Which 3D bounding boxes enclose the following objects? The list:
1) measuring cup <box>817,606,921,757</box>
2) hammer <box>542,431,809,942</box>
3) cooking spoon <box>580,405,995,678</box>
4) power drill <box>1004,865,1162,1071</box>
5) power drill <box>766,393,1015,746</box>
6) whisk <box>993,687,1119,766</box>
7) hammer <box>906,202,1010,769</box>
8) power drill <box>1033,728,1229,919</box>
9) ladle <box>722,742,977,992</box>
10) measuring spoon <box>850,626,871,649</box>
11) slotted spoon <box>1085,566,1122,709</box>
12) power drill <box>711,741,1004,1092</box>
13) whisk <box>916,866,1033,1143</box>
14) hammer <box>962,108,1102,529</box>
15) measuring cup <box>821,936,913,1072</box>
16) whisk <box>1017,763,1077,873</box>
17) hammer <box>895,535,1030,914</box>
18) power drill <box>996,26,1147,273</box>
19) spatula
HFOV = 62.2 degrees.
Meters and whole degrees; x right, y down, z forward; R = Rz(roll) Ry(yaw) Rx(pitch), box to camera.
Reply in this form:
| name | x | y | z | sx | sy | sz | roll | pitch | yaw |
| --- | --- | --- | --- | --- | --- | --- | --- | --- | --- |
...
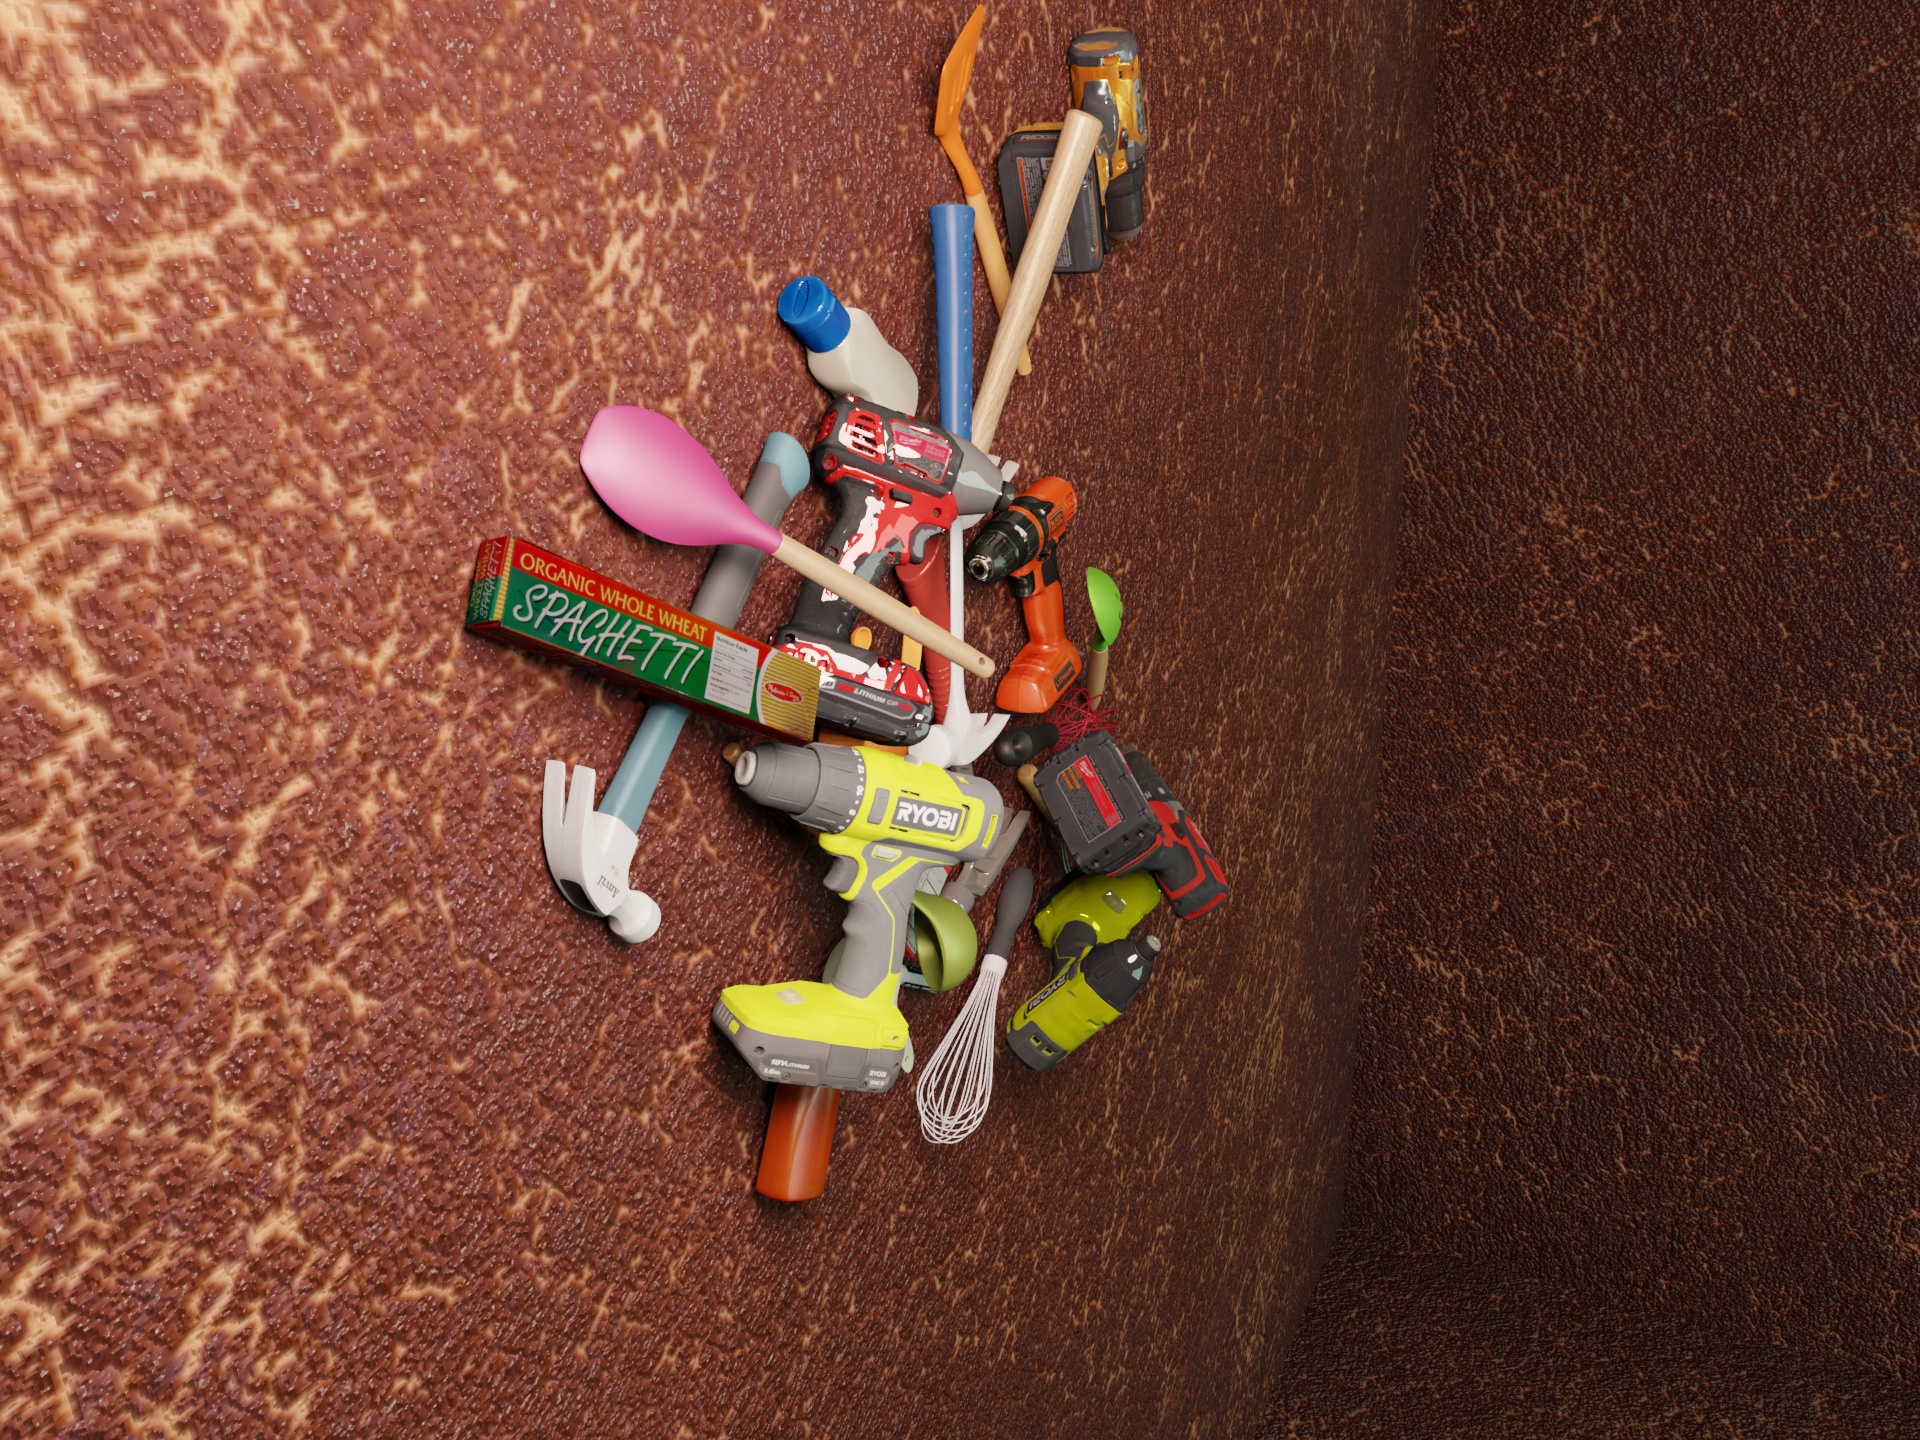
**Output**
| name | x | y | z | sx | sy | sz | roll | pitch | yaw |
| --- | --- | --- | --- | --- | --- | --- | --- | --- | --- |
| measuring cup | -0.060 | -0.010 | 1.187 | 0.095 | 0.052 | 0.174 | 43 | 42 | -41 |
| hammer | -0.166 | -0.036 | 0.984 | 0.128 | 0.033 | 0.331 | 60 | 45 | -55 |
| cooking spoon | -0.094 | -0.097 | 0.977 | 0.318 | 0.017 | 0.069 | 29 | 70 | -35 |
| power drill | 0.129 | 0.215 | 1.508 | 0.171 | 0.080 | 0.223 | -43 | -169 | 23 |
| power drill | -0.049 | -0.099 | 1.081 | 0.078 | 0.143 | 0.220 | 176 | -70 | -70 |
| whisk | 0.087 | 0.012 | 1.472 | 0.296 | 0.073 | 0.073 | -15 | 113 | -69 |
| hammer | -0.002 | -0.170 | 1.178 | 0.144 | 0.035 | 0.405 | -13 | 103 | -70 |
| power drill | 0.156 | 0.081 | 1.472 | 0.226 | 0.080 | 0.188 | 31 | 29 | -56 |
| ladle | -0.081 | 0.109 | 1.164 | 0.319 | 0.062 | 0.078 | 45 | 13 | -43 |
| measuring spoon | -0.082 | -0.014 | 1.200 | 0.021 | 0.011 | 0.117 | -9 | 110 | -54 |
| slotted spoon | 0.132 | -0.065 | 1.514 | 0.313 | 0.031 | 0.070 | 82 | -1 | -72 |
| power drill | -0.087 | 0.127 | 1.084 | 0.190 | 0.080 | 0.228 | 14 | 96 | -32 |
| whisk | 0.022 | 0.256 | 1.464 | 0.070 | 0.070 | 0.285 | 67 | 36 | -49 |
| hammer | 0.044 | -0.309 | 1.251 | 0.130 | 0.031 | 0.331 | -13 | 125 | -66 |
| measuring cup | -0.071 | 0.233 | 1.277 | 0.167 | 0.038 | 0.083 | 74 | 34 | -46 |
| whisk | 0.104 | 0.107 | 1.610 | 0.244 | 0.051 | 0.047 | 53 | 30 | -52 |
| hammer | -0.002 | -0.004 | 1.340 | 0.149 | 0.037 | 0.358 | -55 | 145 | -43 |
| power drill | 0.109 | -0.465 | 1.372 | 0.185 | 0.084 | 0.226 | 77 | 28 | -42 |
| spatula | 0.024 | -0.397 | 1.254 | 0.322 | 0.041 | 0.081 | 67 | 39 | -50 |
